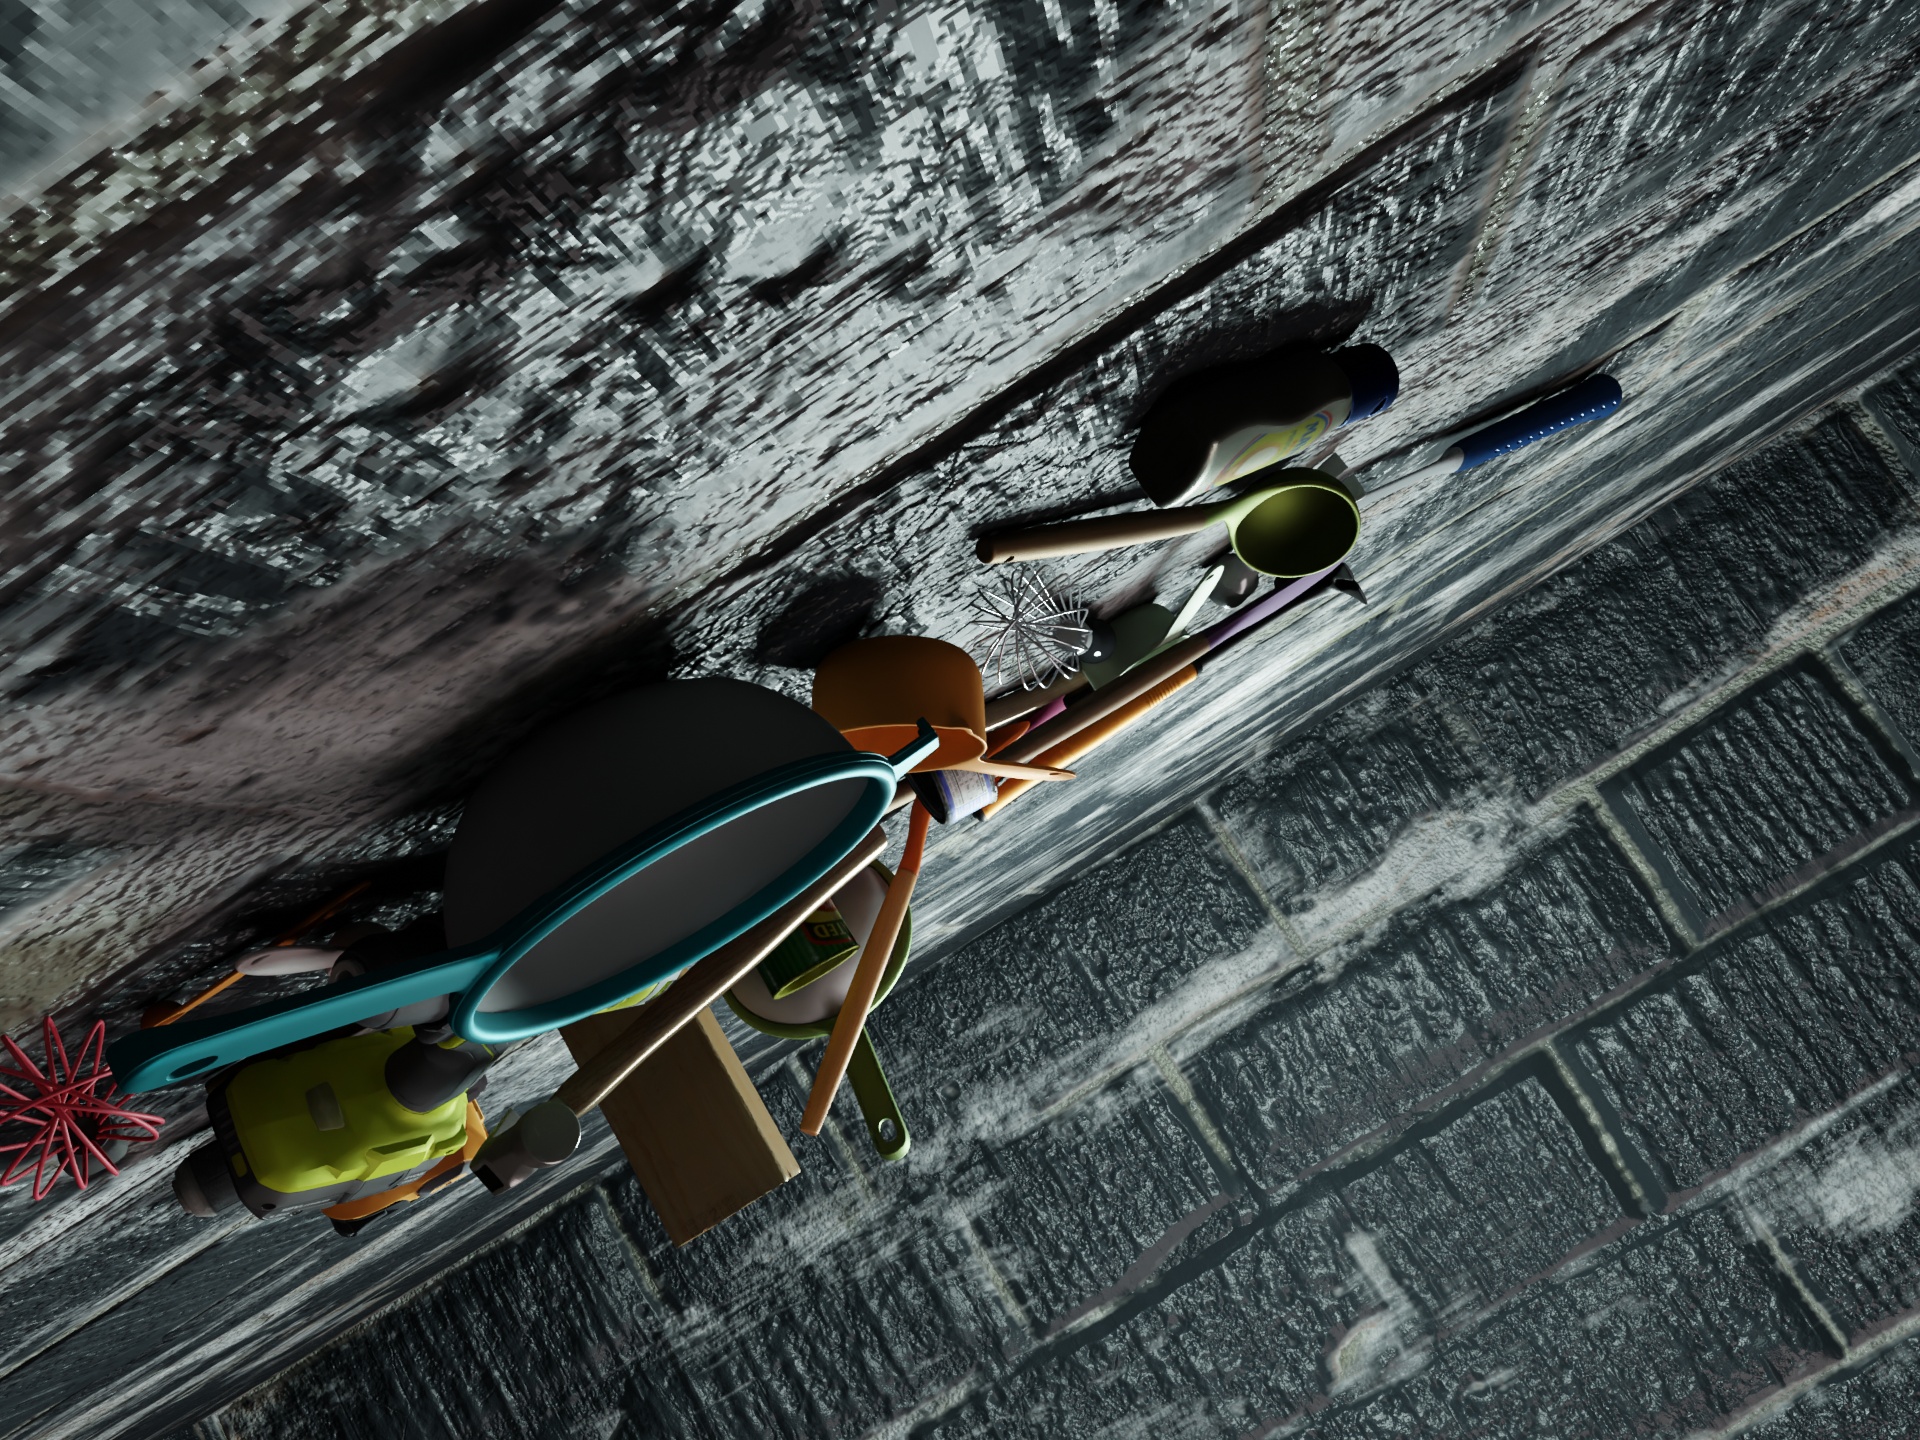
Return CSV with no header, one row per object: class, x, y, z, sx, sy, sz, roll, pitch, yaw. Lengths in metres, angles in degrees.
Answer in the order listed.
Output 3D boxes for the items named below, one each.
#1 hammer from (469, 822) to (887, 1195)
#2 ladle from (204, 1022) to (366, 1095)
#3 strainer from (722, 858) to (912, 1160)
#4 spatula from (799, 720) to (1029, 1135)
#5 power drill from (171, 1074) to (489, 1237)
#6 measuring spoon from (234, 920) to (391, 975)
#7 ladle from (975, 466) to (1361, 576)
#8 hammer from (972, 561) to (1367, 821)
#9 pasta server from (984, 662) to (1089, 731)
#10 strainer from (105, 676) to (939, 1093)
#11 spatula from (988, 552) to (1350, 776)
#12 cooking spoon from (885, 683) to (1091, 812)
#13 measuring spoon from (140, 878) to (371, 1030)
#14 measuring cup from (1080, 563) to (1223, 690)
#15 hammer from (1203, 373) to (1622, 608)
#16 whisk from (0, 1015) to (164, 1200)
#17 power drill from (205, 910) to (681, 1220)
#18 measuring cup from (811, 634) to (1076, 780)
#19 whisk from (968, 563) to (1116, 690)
hammer,-0.153,0.156,0.930,0.331,0.031,0.130,-41,-177,-42
ladle,-0.268,0.131,0.893,0.315,0.031,0.069,-27,163,-14
strainer,-0.095,0.181,1.097,0.151,0.257,0.069,-27,143,-1
spatula,-0.037,0.129,1.077,0.081,0.041,0.323,-18,-136,52
power drill,-0.403,0.279,1.049,0.185,0.084,0.226,-26,163,-23
measuring spoon,-0.289,0.100,0.706,0.034,0.018,0.124,-33,172,0
ladle,0.121,-0.098,0.870,0.320,0.062,0.078,-15,160,-48
hammer,0.149,-0.023,1.207,0.337,0.034,0.127,-32,-171,-4
pasta server,0.003,0.013,1.081,0.316,0.040,0.060,-25,-172,-39
strainer,-0.177,0.054,0.634,0.340,0.095,0.211,-14,157,-51
spatula,0.145,-0.042,1.074,0.316,0.018,0.059,-30,172,-22
cooking spoon,0.014,0.026,1.213,0.319,0.017,0.068,-25,166,-31
measuring spoon,-0.311,0.102,0.701,0.117,0.011,0.021,-34,179,-4
measuring cup,0.131,-0.071,1.070,0.083,0.038,0.167,-27,164,-28
hammer,0.353,-0.188,1.151,0.405,0.035,0.144,-25,167,-31
whisk,-0.394,0.181,0.710,0.073,0.073,0.296,-25,174,-31
power drill,-0.272,0.161,0.796,0.228,0.080,0.190,-38,160,25
measuring cup,-0.001,-0.003,0.822,0.173,0.052,0.095,12,158,-43
whisk,0.059,-0.049,0.930,0.070,0.070,0.284,-34,173,12
